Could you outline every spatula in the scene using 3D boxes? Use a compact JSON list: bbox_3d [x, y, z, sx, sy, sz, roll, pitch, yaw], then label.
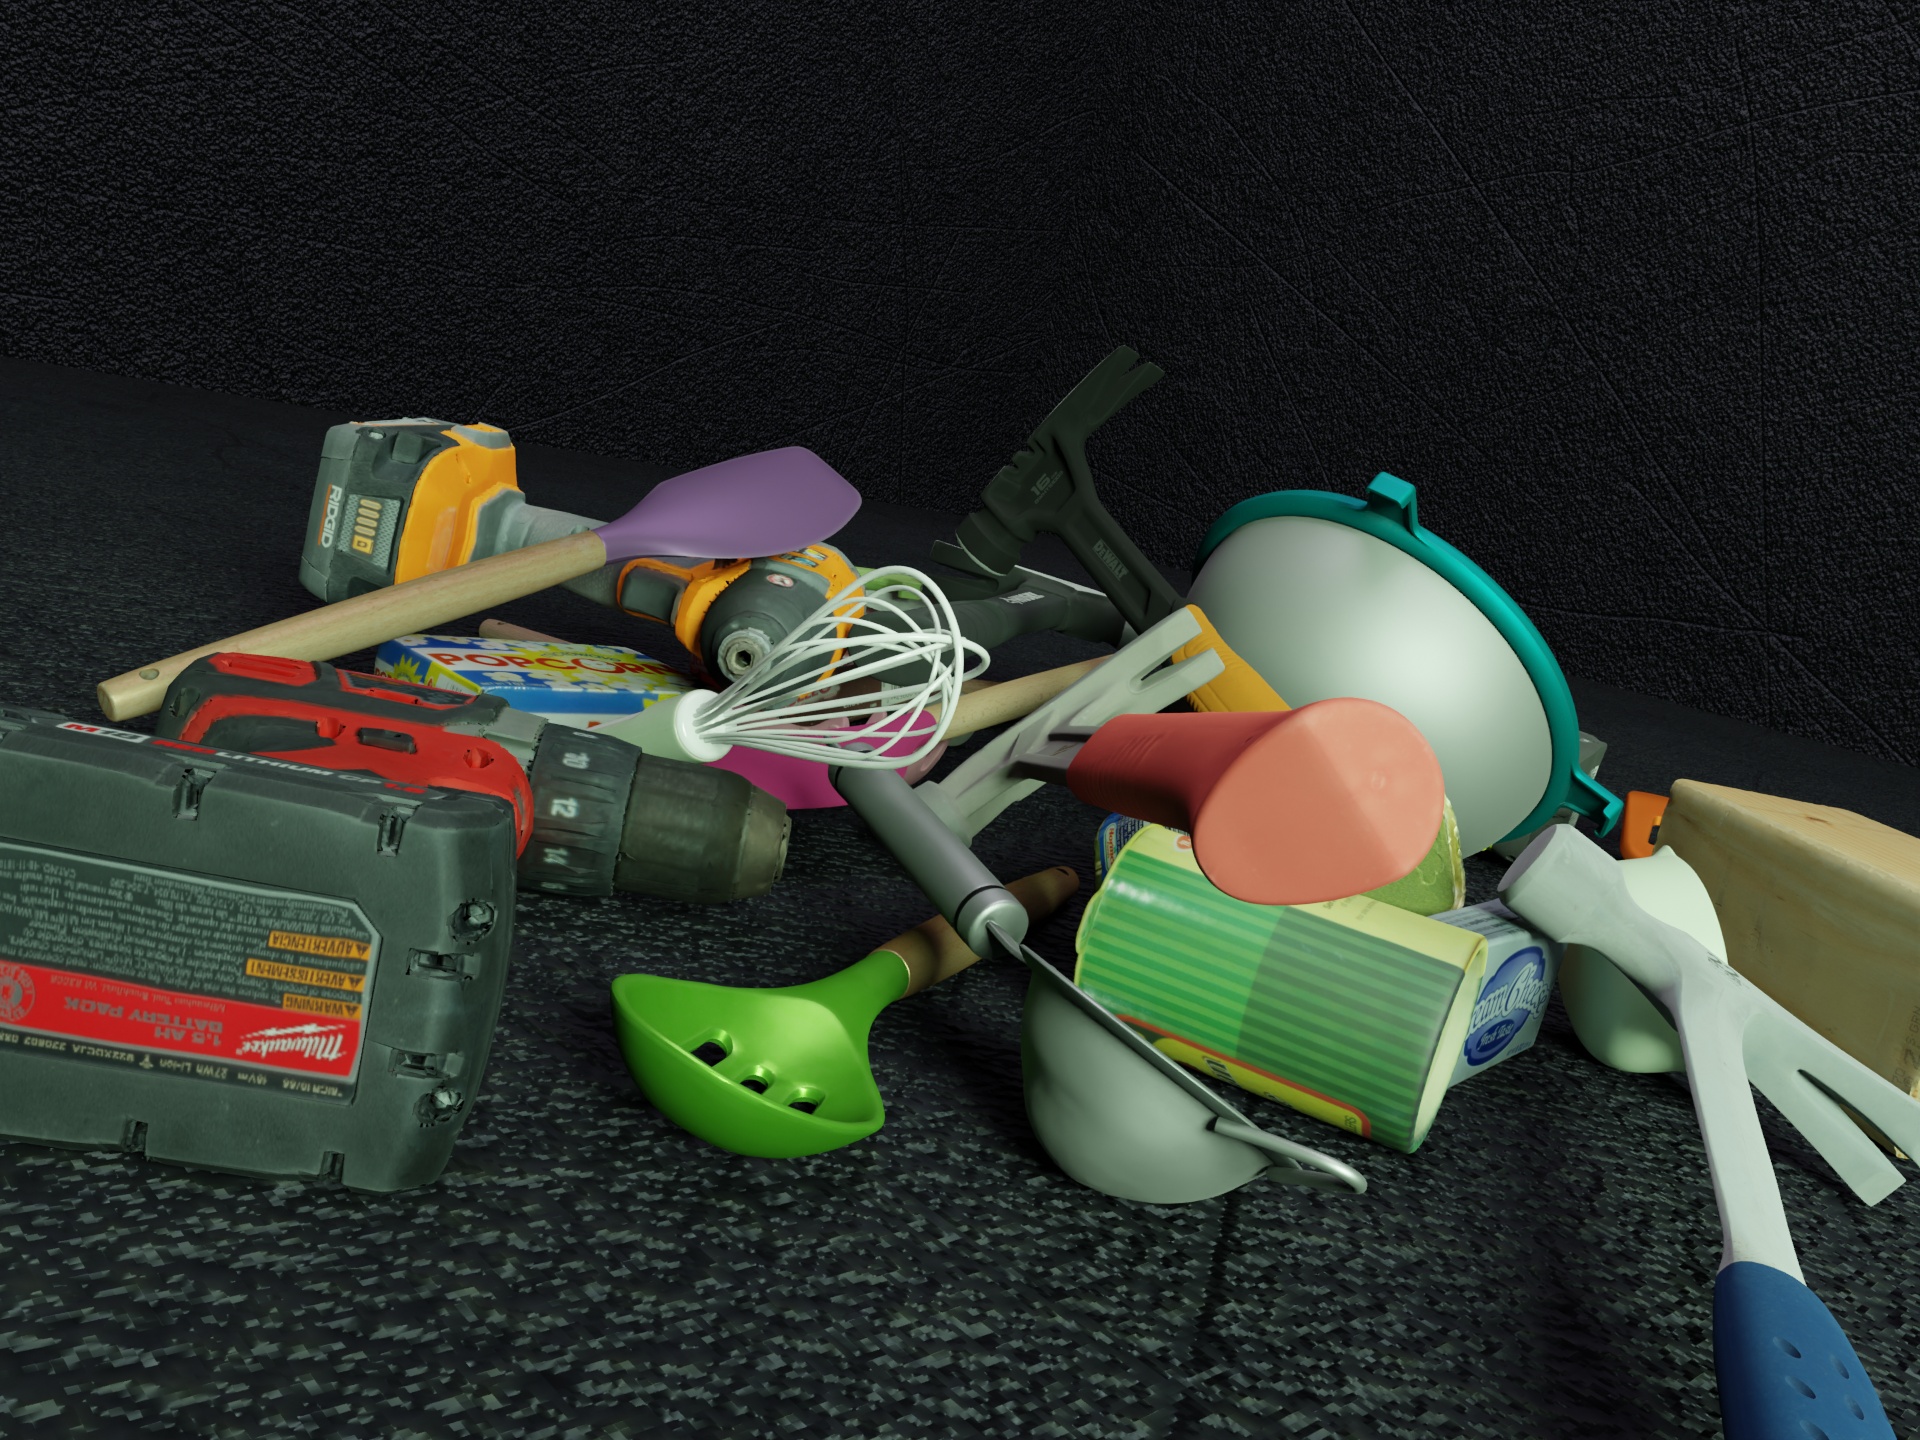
[{"bbox_3d":[-0.155,-0.056,0.590,0.060,0.018,0.316,43,43,22],"label":"spatula"},{"bbox_3d":[0.370,0.081,0.857,0.081,0.041,0.322,19,13,29],"label":"spatula"}]

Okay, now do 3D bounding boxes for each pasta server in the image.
[{"bbox_3d":[-0.137,-0.017,0.795,0.316,0.040,0.060,18,20,33],"label":"pasta server"}]

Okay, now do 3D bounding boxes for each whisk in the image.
[{"bbox_3d":[-0.081,-0.001,0.532,0.057,0.059,0.246,-2,-8,-43],"label":"whisk"}]

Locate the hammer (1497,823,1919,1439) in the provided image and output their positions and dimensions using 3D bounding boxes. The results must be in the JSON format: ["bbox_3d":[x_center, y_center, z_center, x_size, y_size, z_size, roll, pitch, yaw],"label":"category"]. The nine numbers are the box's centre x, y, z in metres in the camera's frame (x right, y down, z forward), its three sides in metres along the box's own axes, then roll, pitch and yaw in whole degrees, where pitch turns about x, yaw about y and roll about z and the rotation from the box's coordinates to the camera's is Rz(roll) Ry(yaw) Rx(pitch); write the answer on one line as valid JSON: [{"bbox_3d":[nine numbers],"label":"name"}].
[{"bbox_3d":[0.175,0.122,0.333,0.144,0.035,0.405,39,21,9],"label":"hammer"}]

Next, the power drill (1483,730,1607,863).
[{"bbox_3d":[0.256,0.008,0.943,0.223,0.080,0.171,23,10,23],"label":"power drill"}]

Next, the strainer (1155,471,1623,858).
[{"bbox_3d":[0.141,0.011,0.805,0.211,0.095,0.340,53,-26,-12],"label":"strainer"}]

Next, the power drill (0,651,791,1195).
[{"bbox_3d":[-0.138,0.035,0.412,0.188,0.080,0.227,11,7,-8],"label":"power drill"}]

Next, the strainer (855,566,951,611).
[{"bbox_3d":[-0.054,-0.070,1.108,0.151,0.069,0.256,9,4,22],"label":"strainer"}]

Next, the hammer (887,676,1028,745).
[{"bbox_3d":[0.065,-0.012,1.027,0.331,0.031,0.130,3,14,-43],"label":"hammer"}]

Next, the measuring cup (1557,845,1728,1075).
[{"bbox_3d":[0.239,0.092,0.610,0.038,0.083,0.167,-4,-7,0],"label":"measuring cup"}]

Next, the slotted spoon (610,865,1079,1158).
[{"bbox_3d":[-0.011,0.073,0.481,0.070,0.031,0.313,29,12,16],"label":"slotted spoon"}]

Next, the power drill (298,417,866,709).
[{"bbox_3d":[-0.157,-0.064,0.689,0.226,0.084,0.164,16,13,-1],"label":"power drill"}]

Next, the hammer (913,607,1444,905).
[{"bbox_3d":[0.060,0.007,0.470,0.149,0.036,0.359,-34,4,-6],"label":"hammer"}]

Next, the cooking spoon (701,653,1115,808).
[{"bbox_3d":[-0.001,-0.002,0.693,0.069,0.017,0.319,18,19,31],"label":"cooking spoon"}]

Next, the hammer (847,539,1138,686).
[{"bbox_3d":[0.010,-0.053,0.825,0.146,0.035,0.335,19,12,13],"label":"hammer"}]

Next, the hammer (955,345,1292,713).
[{"bbox_3d":[0.113,-0.024,0.679,0.034,0.127,0.337,21,28,-46],"label":"hammer"}]

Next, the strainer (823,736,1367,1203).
[{"bbox_3d":[0.012,0.062,0.436,0.086,0.050,0.259,45,-1,-36],"label":"strainer"}]
